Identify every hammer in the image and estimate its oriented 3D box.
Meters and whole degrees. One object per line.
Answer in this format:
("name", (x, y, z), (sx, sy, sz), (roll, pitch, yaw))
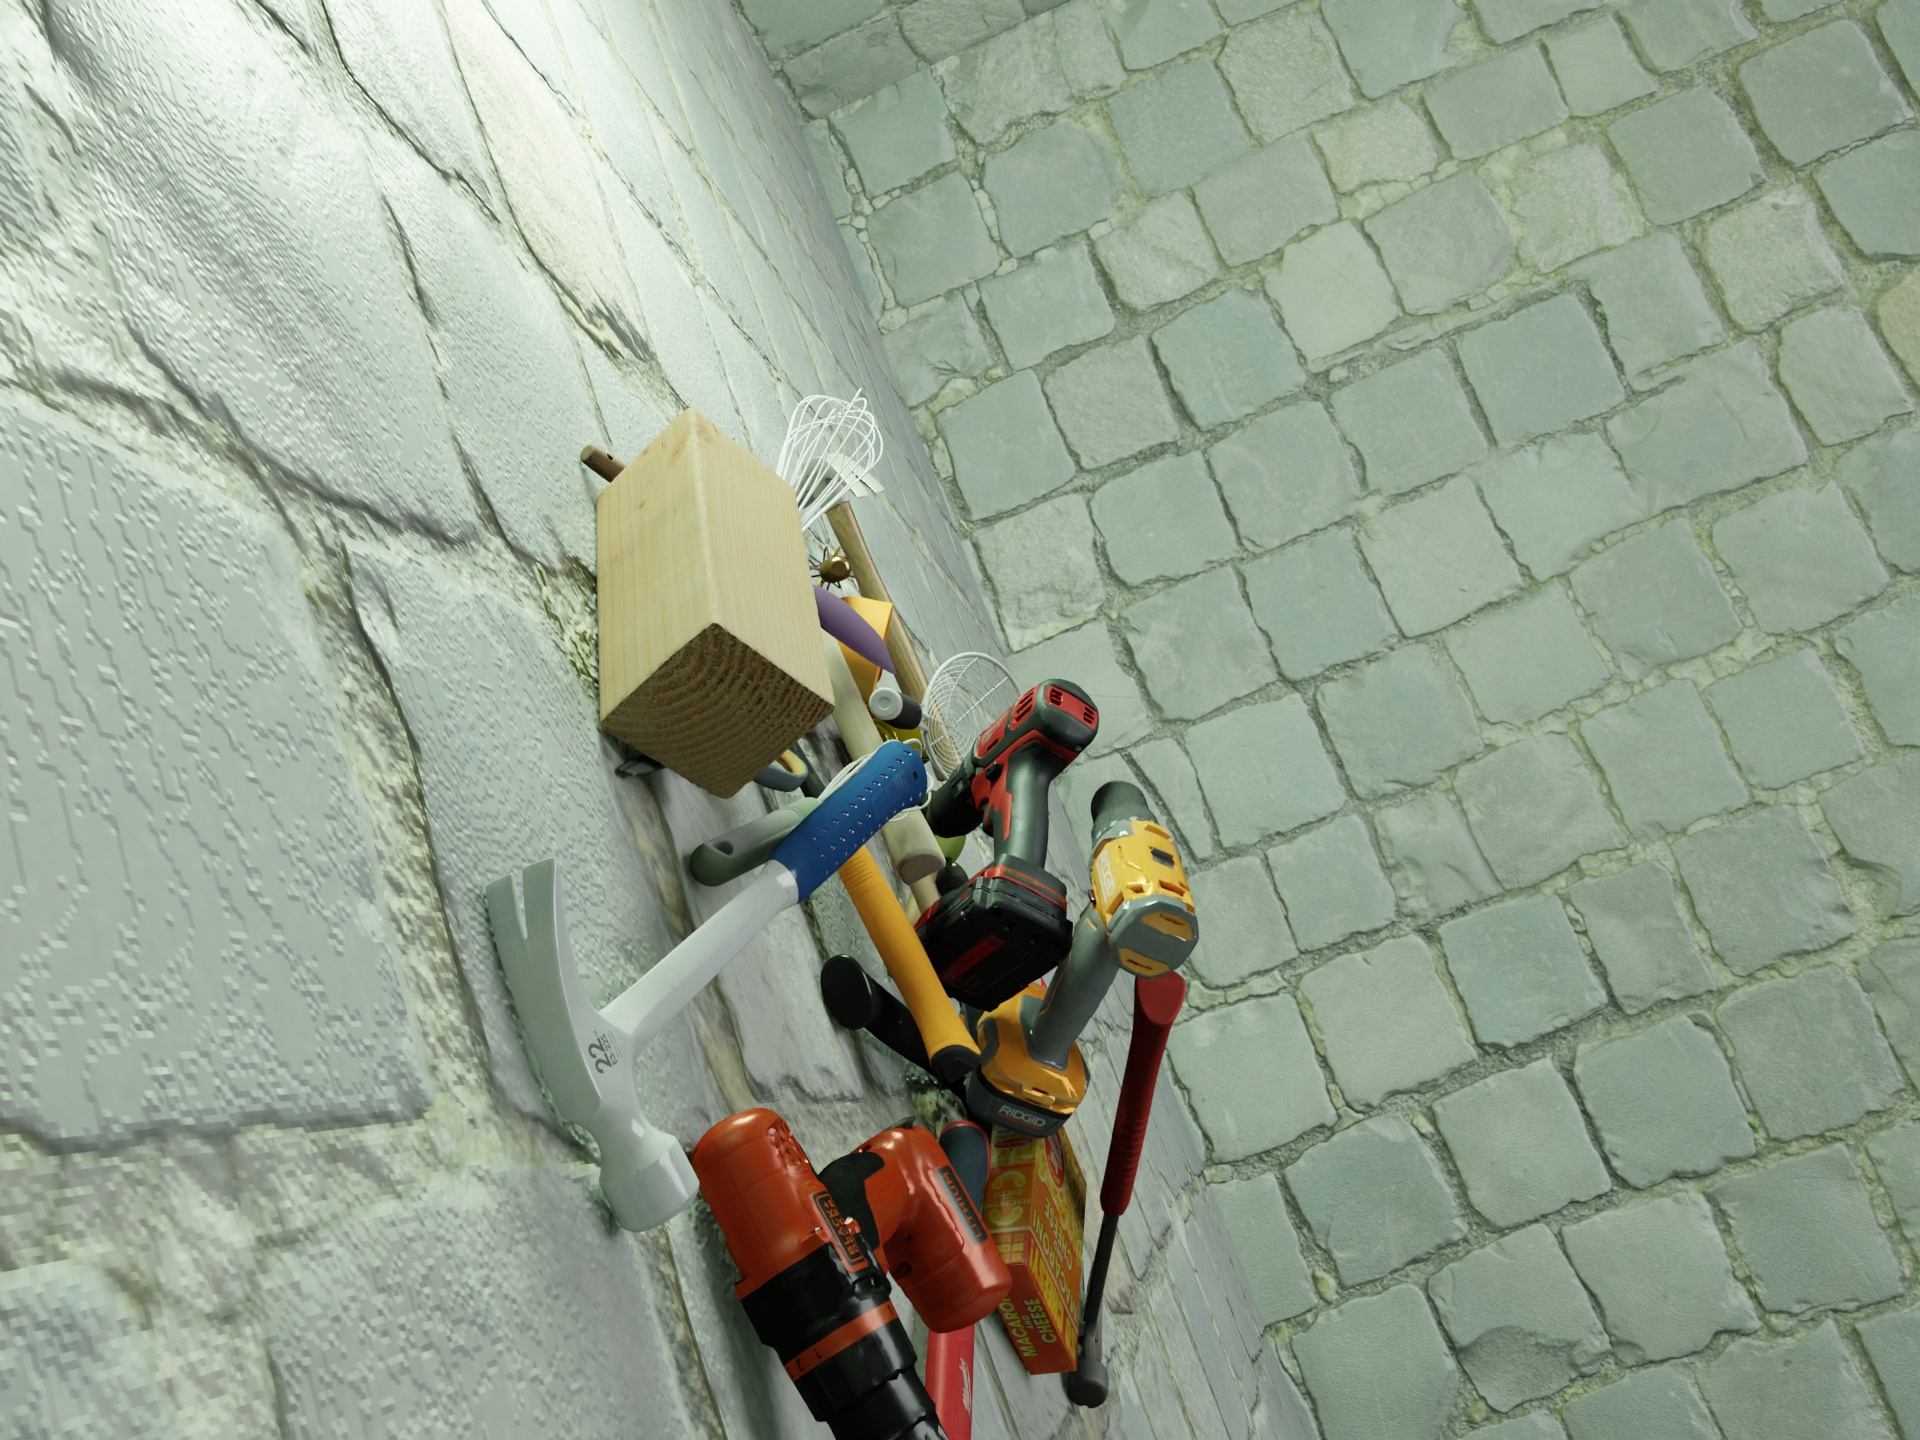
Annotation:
("hammer", (-0.071, -0.099, 1.514), (0.130, 0.031, 0.331), (-23, -90, 58))
("hammer", (-0.011, 0.334, 0.943), (0.386, 0.038, 0.143), (-85, 150, -75))
("hammer", (-0.077, 0.084, 1.058), (0.337, 0.034, 0.127), (61, 7, 9))
("hammer", (-0.102, -0.047, 1.178), (0.411, 0.038, 0.146), (62, 1, 40))
("hammer", (-0.094, 0.078, 0.780), (0.144, 0.035, 0.405), (65, 21, -7))
("hammer", (0.121, 0.339, 1.210), (0.149, 0.036, 0.358), (-80, 178, -65))
("hammer", (-0.028, 0.230, 1.144), (0.334, 0.035, 0.146), (55, 15, -59))

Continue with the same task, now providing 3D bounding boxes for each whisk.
("whisk", (-0.084, 0.055, 0.954), (0.058, 0.059, 0.246), (29, 23, 18))
("whisk", (0.019, 0.200, 1.413), (0.073, 0.073, 0.296), (64, -2, -27))
("whisk", (-0.118, -0.126, 1.049), (0.070, 0.070, 0.285), (62, 37, -38))
("whisk", (-0.115, -0.136, 1.403), (0.051, 0.047, 0.245), (58, -4, -8))

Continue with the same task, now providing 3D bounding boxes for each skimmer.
("skimmer", (-0.002, -0.004, 1.259), (0.363, 0.090, 0.127), (29, 57, -83))

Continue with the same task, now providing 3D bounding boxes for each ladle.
("ladle", (-0.041, 0.139, 1.343), (0.320, 0.062, 0.078), (-70, 139, -69))

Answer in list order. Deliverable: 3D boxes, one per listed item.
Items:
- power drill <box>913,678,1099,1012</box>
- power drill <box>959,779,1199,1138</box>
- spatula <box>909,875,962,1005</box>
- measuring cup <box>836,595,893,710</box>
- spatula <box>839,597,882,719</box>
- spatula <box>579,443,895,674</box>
("power drill", (0.020, 0.094, 1.162), (0.080, 0.188, 0.227), (29, 46, -18))
("power drill", (0.083, 0.162, 1.142), (0.084, 0.226, 0.186), (24, 26, -17))
("spatula", (-0.059, 0.088, 1.245), (0.082, 0.044, 0.318), (42, 24, -78))
("measuring cup", (-0.097, -0.039, 1.363), (0.173, 0.052, 0.095), (109, -6, -57))
("spatula", (-0.064, 0.009, 1.490), (0.041, 0.081, 0.322), (-66, 150, -32))
("spatula", (-0.141, -0.107, 1.079), (0.315, 0.018, 0.060), (33, 27, -50))
